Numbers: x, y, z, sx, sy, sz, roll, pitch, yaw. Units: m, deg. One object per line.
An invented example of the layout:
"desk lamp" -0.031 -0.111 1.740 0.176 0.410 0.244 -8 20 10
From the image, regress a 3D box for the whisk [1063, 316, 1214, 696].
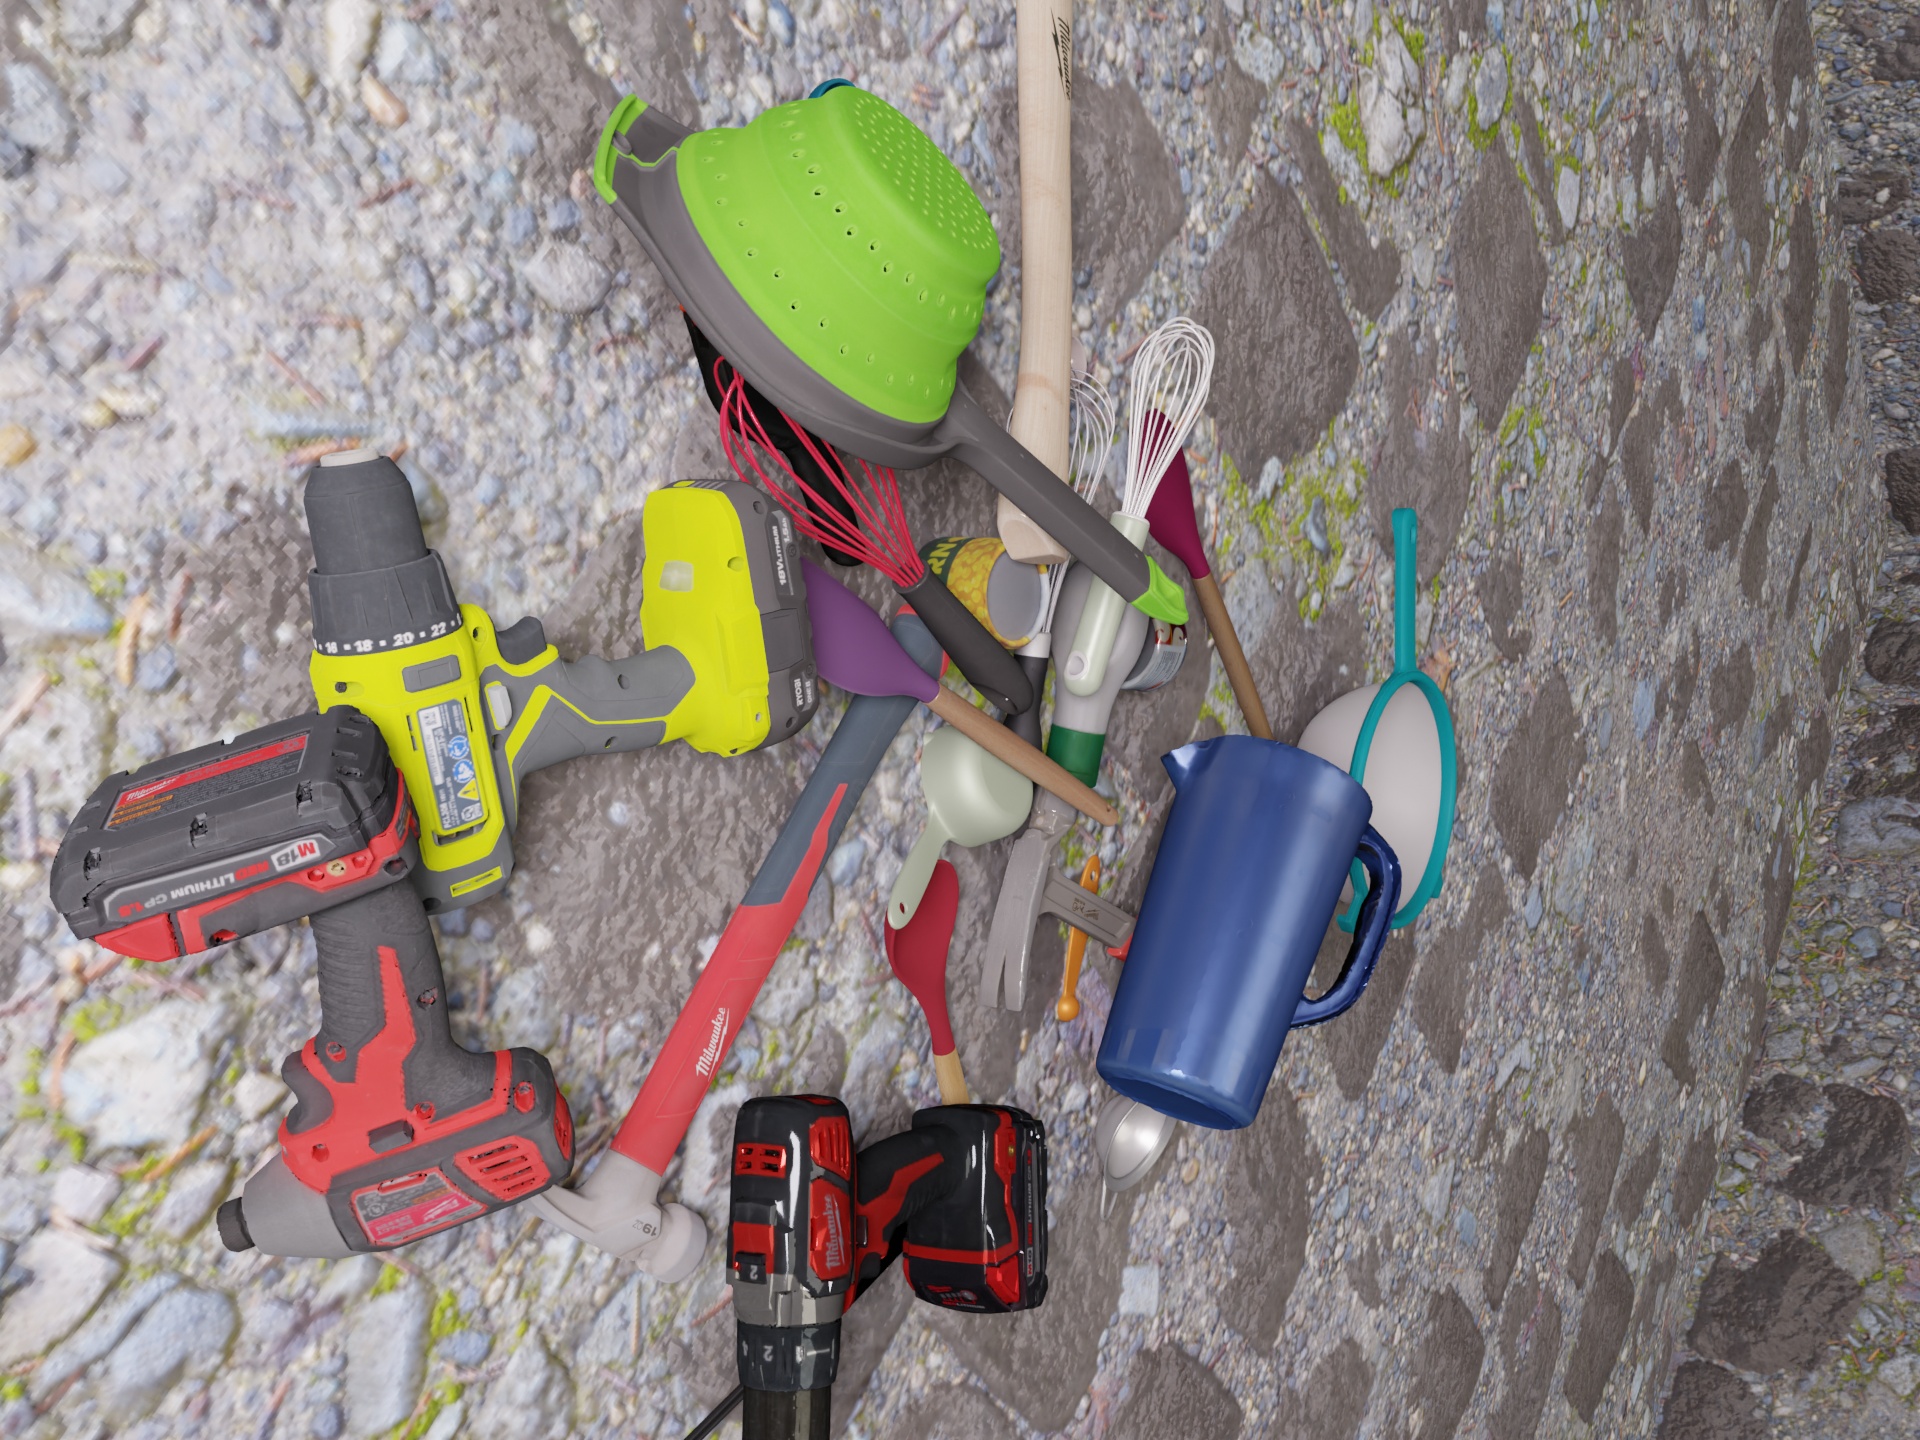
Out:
"whisk" 0.109 -0.133 0.992 0.059 0.058 0.246 18 89 -46

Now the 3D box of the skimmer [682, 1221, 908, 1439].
"skimmer" -0.107 0.390 0.846 0.363 0.090 0.127 -35 153 -45

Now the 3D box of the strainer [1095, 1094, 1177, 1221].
"strainer" 0.164 0.239 1.138 0.258 0.050 0.086 -52 143 -3

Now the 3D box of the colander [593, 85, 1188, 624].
"colander" 0.009 -0.184 0.789 0.396 0.094 0.205 36 32 -28

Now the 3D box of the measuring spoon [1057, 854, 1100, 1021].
"measuring spoon" 0.085 0.151 1.101 0.021 0.011 0.117 18 80 -49

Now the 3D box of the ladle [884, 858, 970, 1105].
"ladle" -0.004 0.227 0.996 0.069 0.031 0.315 -34 122 -45

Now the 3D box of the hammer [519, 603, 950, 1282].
"hammer" -0.109 0.090 0.845 0.143 0.038 0.386 47 60 -40

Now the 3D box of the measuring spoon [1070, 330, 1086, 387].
"measuring spoon" 0.055 -0.273 1.013 0.034 0.018 0.124 -24 106 -46

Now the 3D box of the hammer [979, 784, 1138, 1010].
"hammer" 0.135 0.172 1.133 0.358 0.037 0.149 34 65 -48

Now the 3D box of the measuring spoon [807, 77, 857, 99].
"measuring spoon" -0.066 -0.282 0.868 0.042 0.021 0.128 -37 131 -42

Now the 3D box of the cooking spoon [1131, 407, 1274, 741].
"cooking spoon" 0.187 -0.089 1.186 0.069 0.017 0.318 -50 129 -32

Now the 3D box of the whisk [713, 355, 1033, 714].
"whisk" -0.036 -0.088 0.843 0.295 0.073 0.073 48 59 -42

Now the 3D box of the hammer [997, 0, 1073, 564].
"hammer" 0.057 -0.295 0.946 0.146 0.038 0.411 9 79 -51

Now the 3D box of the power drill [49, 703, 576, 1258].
"power drill" -0.252 0.117 0.623 0.143 0.079 0.219 -19 117 -7

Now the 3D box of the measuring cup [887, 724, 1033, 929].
"measuring cup" 0.000 0.061 0.928 0.083 0.038 0.168 57 34 -22

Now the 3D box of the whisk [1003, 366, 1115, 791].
"whisk" 0.049 -0.081 0.999 0.070 0.070 0.284 0 99 -50

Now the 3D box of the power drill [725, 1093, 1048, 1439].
"power drill" -0.041 0.295 0.858 0.226 0.080 0.188 16 71 -55

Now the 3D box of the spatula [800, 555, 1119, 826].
"spatula" -0.001 -0.003 0.908 0.315 0.018 0.060 34 52 -42

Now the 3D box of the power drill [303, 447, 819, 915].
"power drill" -0.179 -0.039 0.715 0.228 0.080 0.190 -23 113 -43

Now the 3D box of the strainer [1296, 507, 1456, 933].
"strainer" 0.328 -0.002 1.307 0.211 0.095 0.340 -7 98 -52
